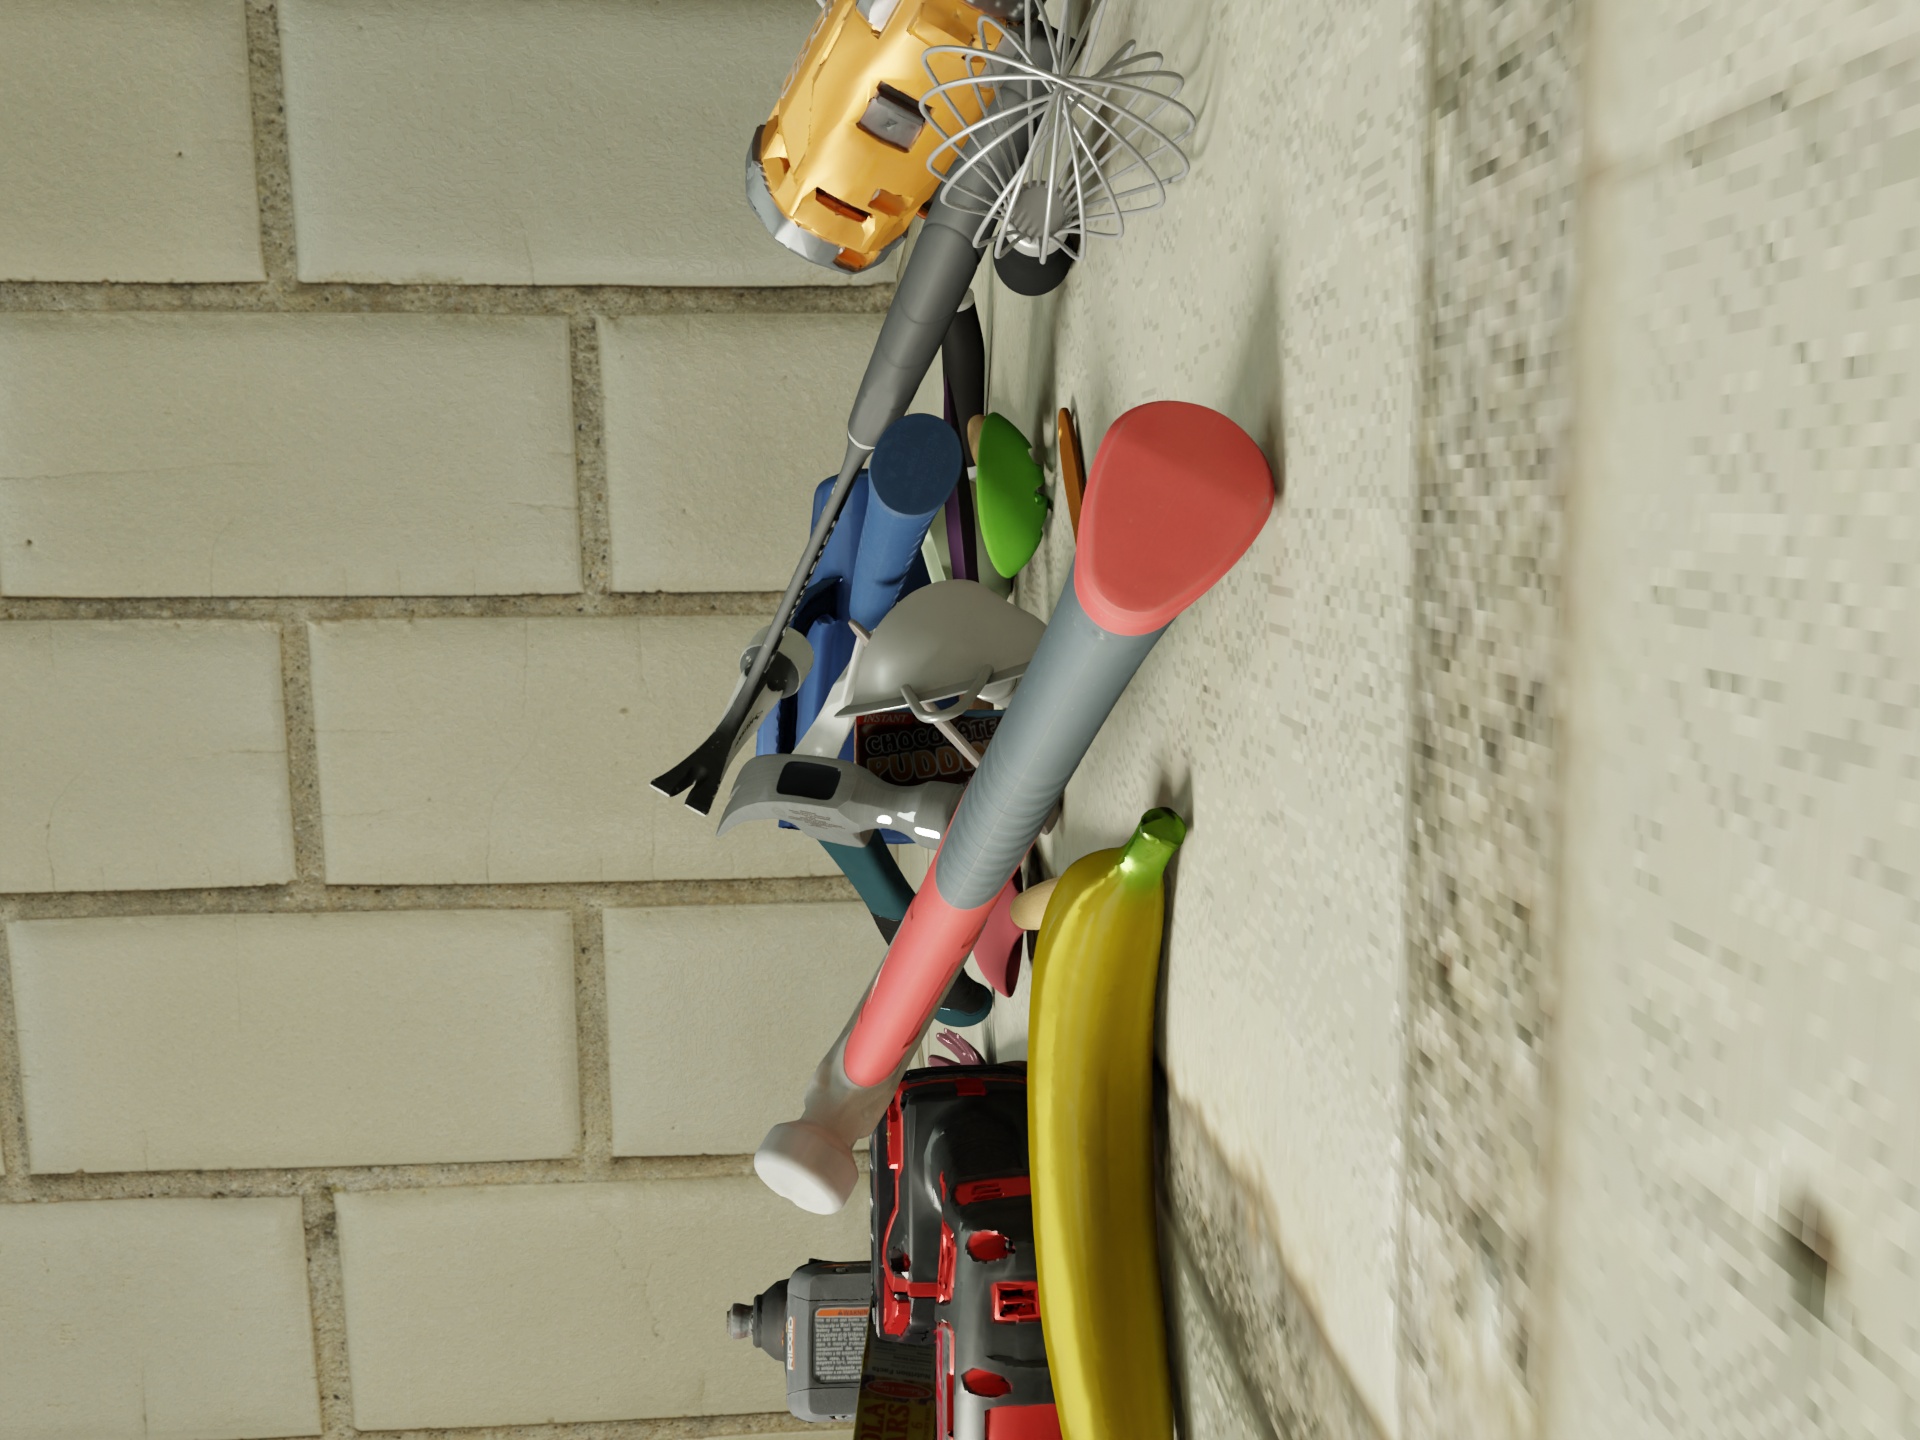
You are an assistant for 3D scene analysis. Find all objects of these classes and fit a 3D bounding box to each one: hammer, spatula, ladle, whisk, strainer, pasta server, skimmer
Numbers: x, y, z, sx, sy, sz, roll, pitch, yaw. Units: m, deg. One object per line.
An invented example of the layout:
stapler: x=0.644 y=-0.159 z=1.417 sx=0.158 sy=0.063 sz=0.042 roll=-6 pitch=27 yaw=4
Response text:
hammer: x=-0.046 y=-0.047 z=0.785 sx=0.144 sy=0.035 sz=0.405 roll=-62 pitch=1 yaw=-14
spatula: x=0.006 y=-0.036 z=0.796 sx=0.315 sy=0.018 sz=0.060 roll=84 pitch=-179 yaw=-47
ladle: x=0.031 y=0.075 z=0.628 sx=0.315 sy=0.031 sz=0.069 roll=121 pitch=151 yaw=-79
whisk: x=0.024 y=-0.161 z=0.491 sx=0.284 sy=0.070 sz=0.070 roll=-84 pitch=-6 yaw=-82
strainer: x=0.008 y=-0.019 z=0.589 sx=0.258 sy=0.087 sz=0.050 roll=15 pitch=-119 yaw=-81
pasta server: x=0.008 y=0.196 z=0.869 sx=0.316 sy=0.040 sz=0.060 roll=111 pitch=179 yaw=-75
hammer: x=0.010 y=0.034 z=0.485 sx=0.143 sy=0.038 sz=0.386 roll=-59 pitch=-4 yaw=-34
hammer: x=-0.047 y=-0.115 z=0.693 sx=0.408 sy=0.036 sz=0.149 roll=-59 pitch=3 yaw=42
hammer: x=-0.031 y=0.100 z=0.829 sx=0.330 sy=0.128 sz=0.033 roll=67 pitch=-143 yaw=-60
skimmer: x=-0.024 y=-0.299 z=0.886 sx=0.090 sy=0.127 sz=0.362 roll=34 pitch=146 yaw=31

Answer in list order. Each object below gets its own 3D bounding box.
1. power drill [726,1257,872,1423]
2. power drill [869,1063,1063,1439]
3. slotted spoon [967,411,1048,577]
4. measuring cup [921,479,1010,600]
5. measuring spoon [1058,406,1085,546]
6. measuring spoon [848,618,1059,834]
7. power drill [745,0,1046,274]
power drill: x=-0.056 y=0.352 z=0.921 sx=0.226 sy=0.164 sz=0.084 roll=109 pitch=161 yaw=-72
power drill: x=0.012 y=0.215 z=0.586 sx=0.220 sy=0.078 sz=0.143 roll=-164 pitch=73 yaw=-83
slotted spoon: x=0.017 y=-0.130 z=0.788 sx=0.314 sy=0.031 sz=0.070 roll=-97 pitch=-1 yaw=-73
measuring cup: x=0.013 y=-0.051 z=0.855 sx=0.083 sy=0.038 sz=0.167 roll=-117 pitch=9 yaw=-66
measuring spoon: x=0.039 y=-0.072 z=0.576 sx=0.021 sy=0.011 sz=0.117 roll=95 pitch=173 yaw=-53
measuring spoon: x=-0.001 y=-0.002 z=0.660 sx=0.124 sy=0.018 sz=0.034 roll=46 pitch=171 yaw=13
power drill: x=-0.006 y=-0.286 z=0.542 sx=0.185 sy=0.084 sz=0.226 roll=-48 pitch=31 yaw=42
